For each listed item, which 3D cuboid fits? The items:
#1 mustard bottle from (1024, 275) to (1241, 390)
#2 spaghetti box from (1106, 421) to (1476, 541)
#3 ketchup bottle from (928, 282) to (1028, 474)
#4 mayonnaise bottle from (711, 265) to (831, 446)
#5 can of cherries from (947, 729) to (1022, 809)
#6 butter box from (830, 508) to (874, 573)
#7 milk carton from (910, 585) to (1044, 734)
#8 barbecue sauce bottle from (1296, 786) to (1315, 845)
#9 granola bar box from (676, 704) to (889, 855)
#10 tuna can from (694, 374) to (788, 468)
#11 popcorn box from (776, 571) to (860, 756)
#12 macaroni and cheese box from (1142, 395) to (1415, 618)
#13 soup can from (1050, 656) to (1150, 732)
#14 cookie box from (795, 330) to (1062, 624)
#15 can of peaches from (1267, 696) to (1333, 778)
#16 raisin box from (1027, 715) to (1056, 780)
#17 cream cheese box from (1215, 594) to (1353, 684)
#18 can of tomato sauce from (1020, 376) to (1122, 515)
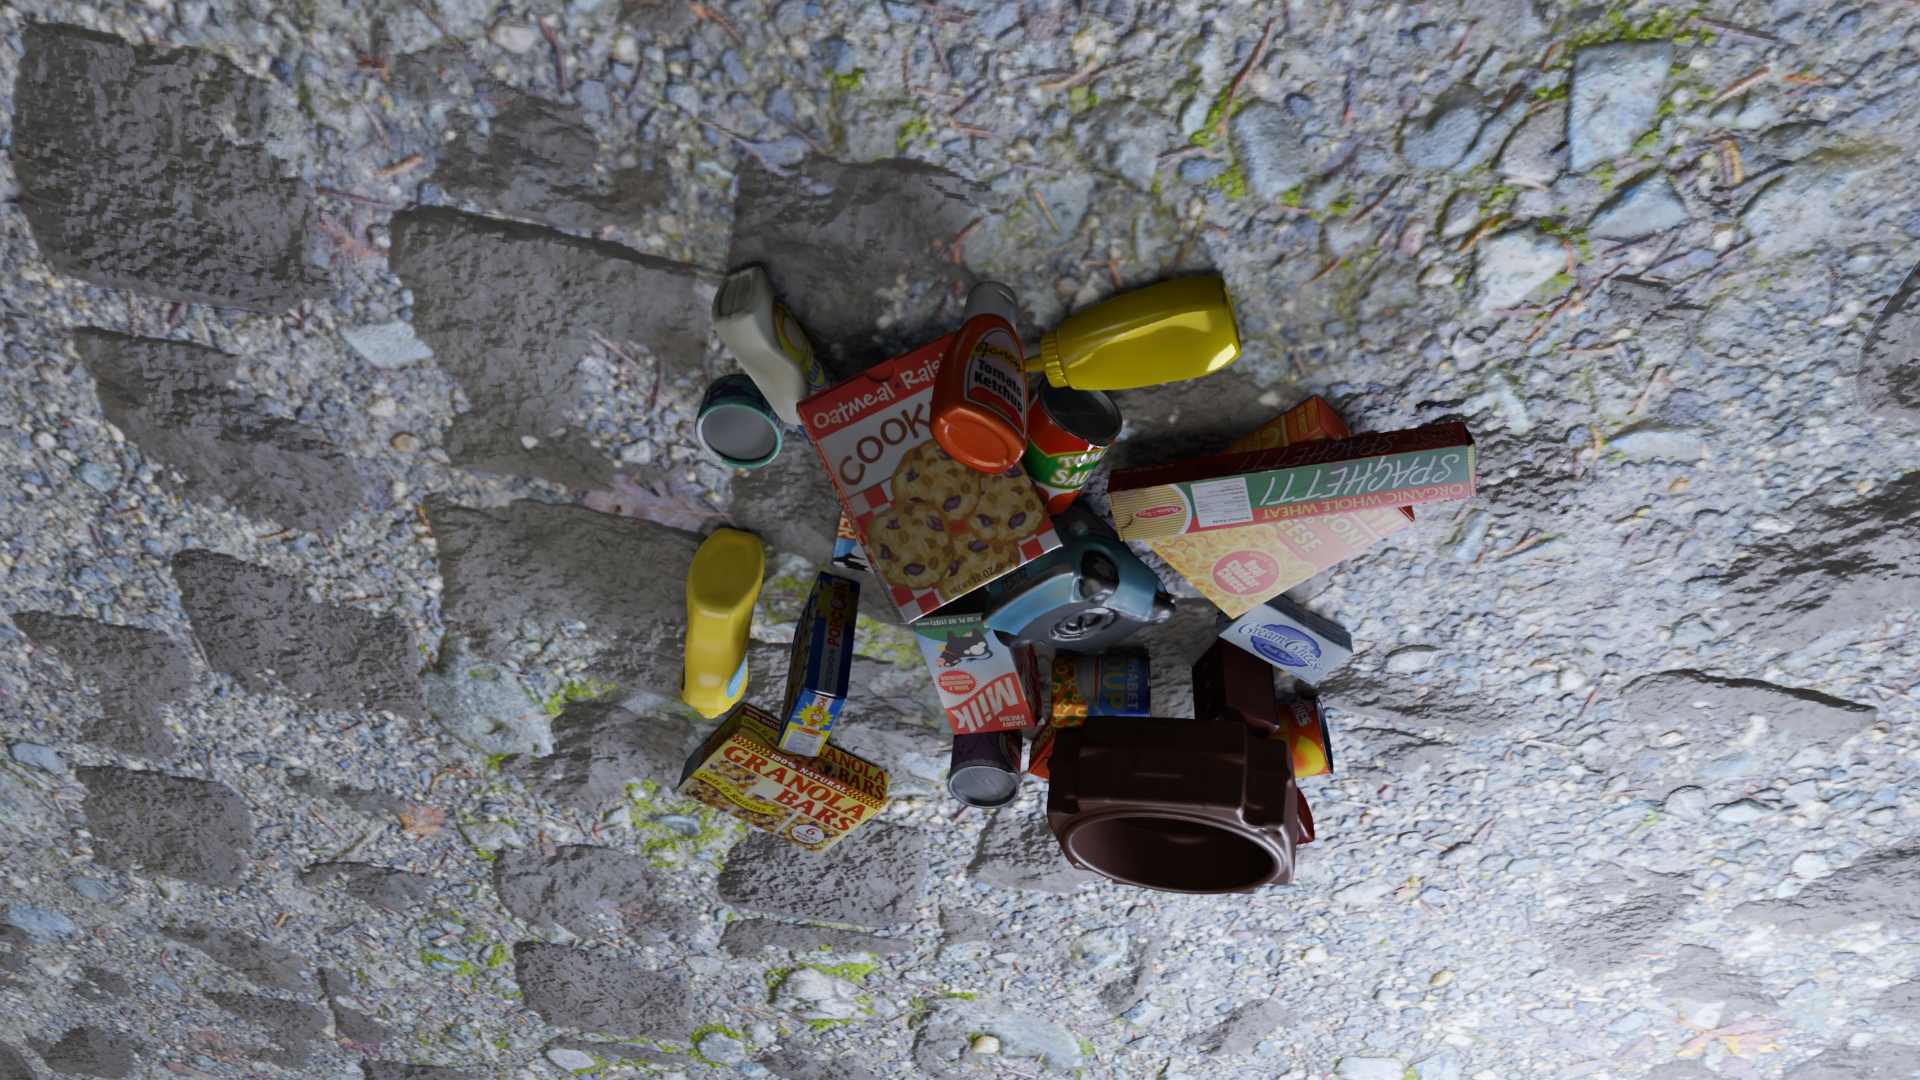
[{"bbox_3d":[0.106,-0.134,0.944,0.160,0.049,0.065,-10,132,17],"label":"mustard bottle"},{"bbox_3d":[0.231,-0.040,0.979,0.250,0.029,0.050,-8,129,15],"label":"spaghetti box"},{"bbox_3d":[0.015,-0.111,0.907,0.064,0.149,0.043,32,129,-24],"label":"ketchup bottle"},{"bbox_3d":[-0.120,-0.120,0.979,0.041,0.065,0.147,-17,134,19],"label":"mayonnaise bottle"},{"bbox_3d":[0.026,0.204,1.279,0.071,0.059,0.071,4,134,4],"label":"can of cherries"},{"bbox_3d":[-0.069,-0.017,1.097,0.053,0.024,0.103,12,134,-4],"label":"butter box"},{"bbox_3d":[0.019,0.100,1.166,0.072,0.074,0.189,-6,133,12],"label":"milk carton"},{"bbox_3d":[0.259,0.275,1.331,0.148,0.044,0.064,-16,130,22],"label":"barbecue sauce bottle"},{"bbox_3d":[-0.171,0.233,1.343,0.165,0.039,0.123,30,131,-21],"label":"granola bar box"},{"bbox_3d":[-0.160,-0.088,1.032,0.071,0.033,0.070,4,135,4],"label":"tuna can"},{"bbox_3d":[-0.117,0.102,1.148,0.038,0.127,0.084,15,134,-12],"label":"popcorn box"},{"bbox_3d":[0.235,-0.020,1.047,0.166,0.040,0.123,-33,123,32],"label":"macaroni and cheese box"},{"bbox_3d":[0.121,0.131,1.189,0.084,0.072,0.071,-1,134,8],"label":"soup can"},{"bbox_3d":[-0.022,-0.044,0.958,0.123,0.040,0.167,-27,93,-11],"label":"cookie box"},{"bbox_3d":[0.290,0.173,1.213,0.058,0.071,0.071,-12,132,18],"label":"can of peaches"},{"bbox_3d":[0.135,0.195,1.270,0.123,0.040,0.085,19,134,-11],"label":"raisin box"},{"bbox_3d":[0.269,0.078,1.150,0.104,0.024,0.053,27,130,-19],"label":"cream cheese box"},{"bbox_3d":[0.070,-0.067,1.000,0.071,0.071,0.082,20,134,-12],"label":"can of tomato sauce"}]
